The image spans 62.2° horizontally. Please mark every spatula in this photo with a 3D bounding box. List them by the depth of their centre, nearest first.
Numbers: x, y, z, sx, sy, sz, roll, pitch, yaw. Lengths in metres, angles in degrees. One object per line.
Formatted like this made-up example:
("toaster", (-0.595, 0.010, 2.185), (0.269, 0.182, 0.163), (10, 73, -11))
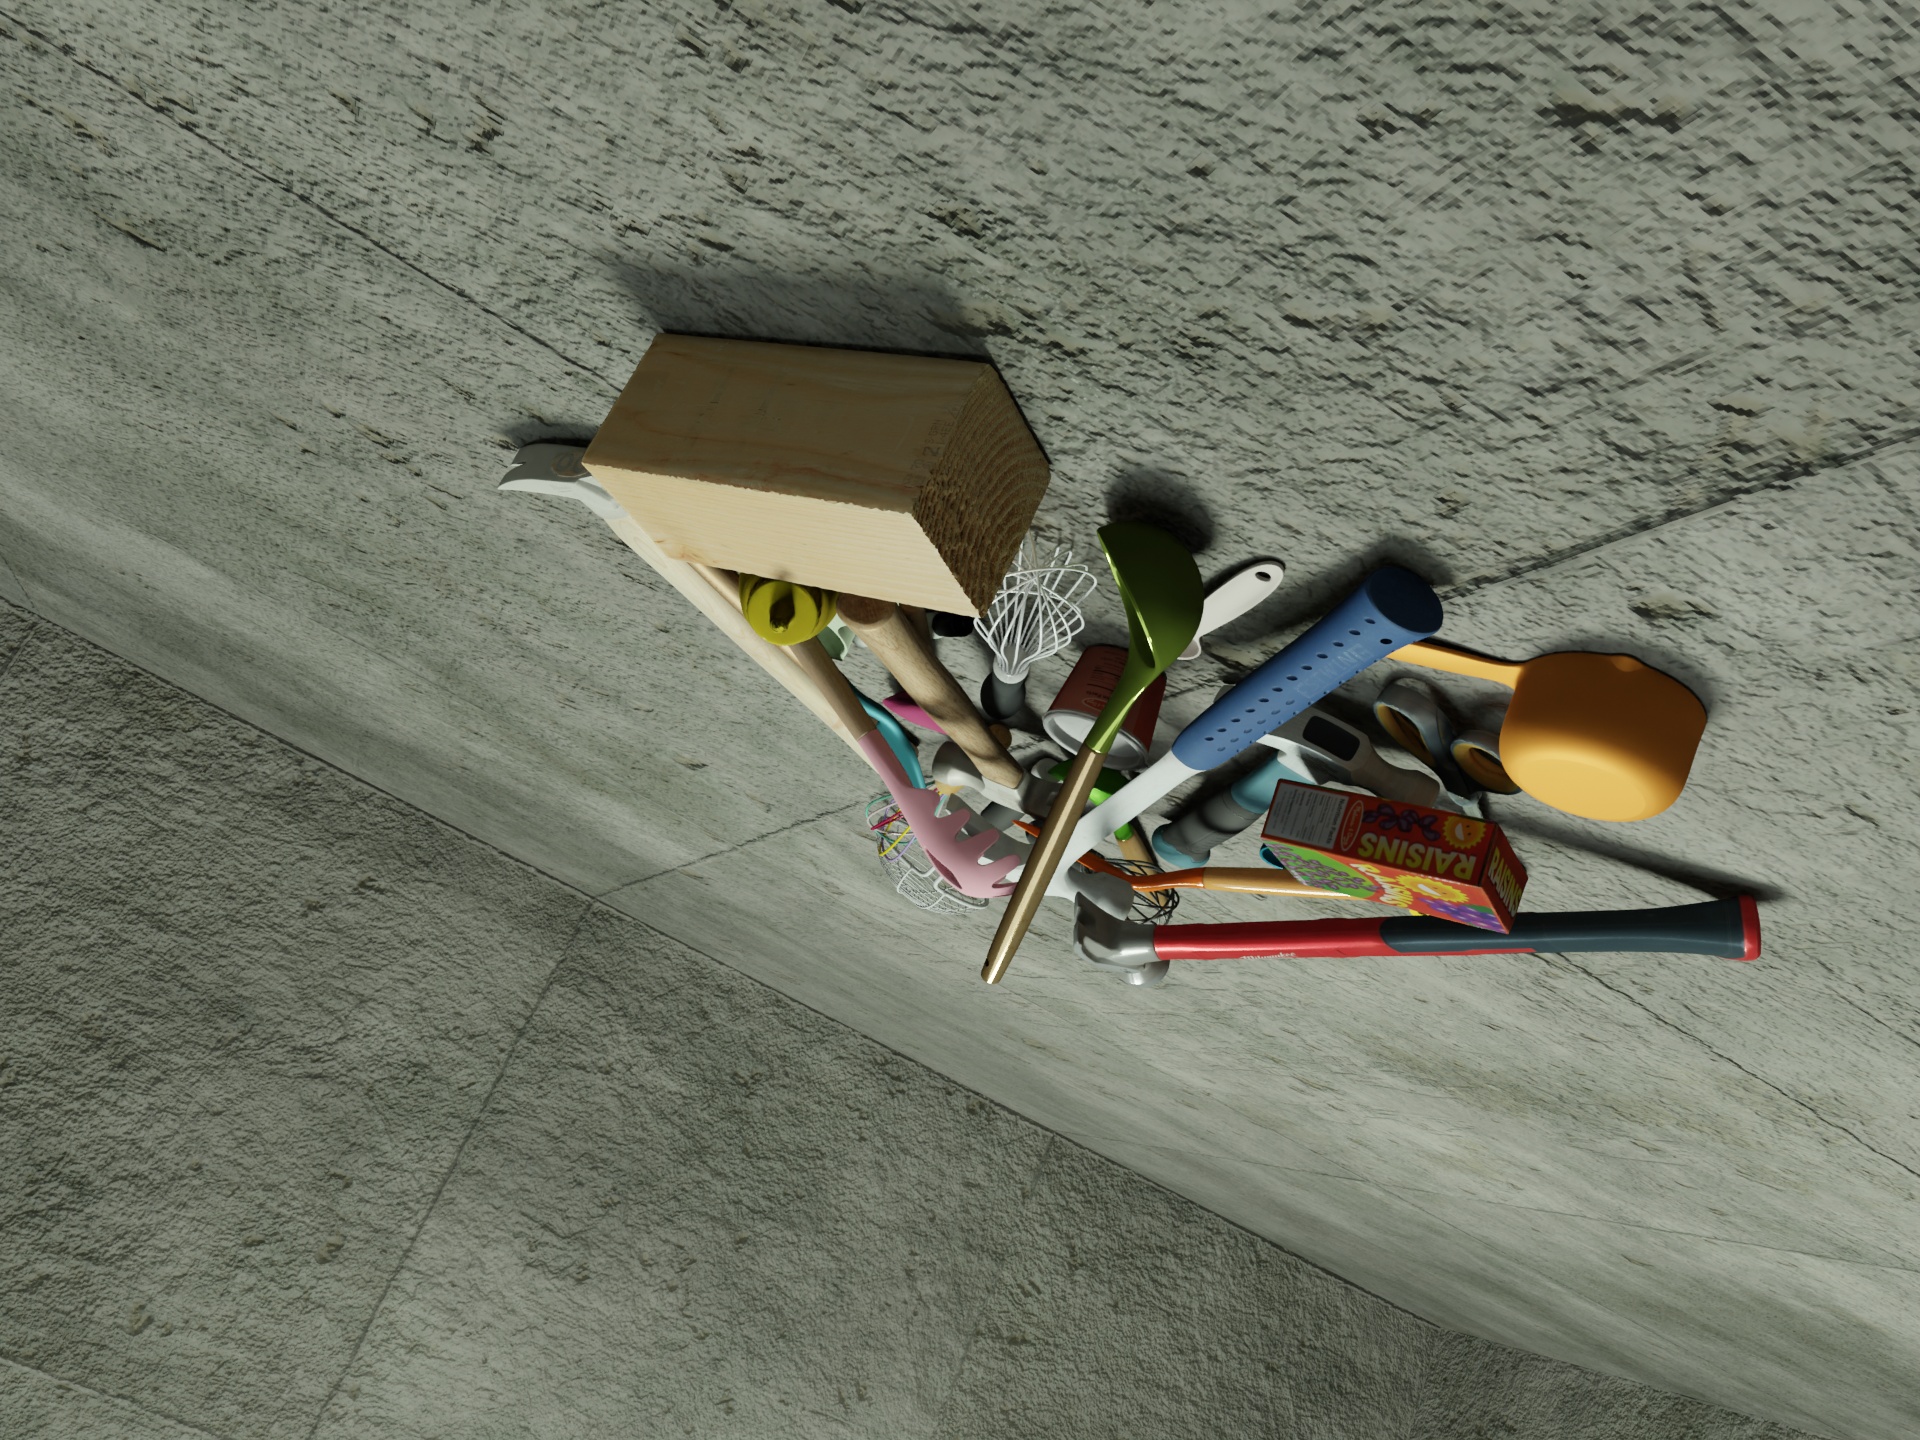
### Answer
("spatula", (-0.101, -0.027, 1.051), (0.317, 0.044, 0.082), (45, 179, -42))
("spatula", (0.186, 0.096, 1.053), (0.323, 0.041, 0.081), (0, 166, 31))

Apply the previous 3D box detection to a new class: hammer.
("hammer", (0.120, 0.022, 0.897), (0.144, 0.035, 0.405), (25, 148, -13))
("hammer", (0.260, 0.125, 0.944), (0.386, 0.038, 0.143), (-5, 159, 21))
("hammer", (-0.002, -0.003, 0.998), (0.130, 0.031, 0.331), (21, 167, 24))
("hammer", (0.185, 0.053, 1.032), (0.128, 0.033, 0.331), (32, 163, 1))
("hammer", (-0.156, -0.064, 1.152), (0.146, 0.038, 0.410), (12, 158, 37))

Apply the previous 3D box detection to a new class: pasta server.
("pasta server", (-0.066, -0.017, 0.970), (0.316, 0.040, 0.060), (55, 166, 8))

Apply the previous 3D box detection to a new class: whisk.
("whisk", (0.034, -0.043, 0.950), (0.070, 0.070, 0.284), (24, 166, 3))
("whisk", (0.101, 0.115, 1.220), (0.055, 0.055, 0.239), (33, 178, -23))
("whisk", (-0.019, 0.052, 1.250), (0.051, 0.047, 0.245), (53, 147, 4))

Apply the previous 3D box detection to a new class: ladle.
("ladle", (0.054, 0.032, 0.867), (0.062, 0.078, 0.320), (6, 127, -20))

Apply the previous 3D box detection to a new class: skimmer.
("skimmer", (0.018, 0.083, 1.340), (0.127, 0.090, 0.363), (38, 150, -3))

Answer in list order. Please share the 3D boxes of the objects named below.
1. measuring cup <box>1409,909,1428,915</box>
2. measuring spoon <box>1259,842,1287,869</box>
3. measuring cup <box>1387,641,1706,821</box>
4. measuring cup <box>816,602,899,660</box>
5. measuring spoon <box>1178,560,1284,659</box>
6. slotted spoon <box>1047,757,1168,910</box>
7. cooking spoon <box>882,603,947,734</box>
("measuring cup", (0.324, 0.119, 1.055), (0.062, 0.029, 0.156), (23, 159, 6))
("measuring spoon", (0.259, 0.082, 1.070), (0.042, 0.021, 0.128), (35, 150, -33))
("measuring cup", (0.266, 0.000, 0.774), (0.174, 0.052, 0.095), (17, 160, 18))
("measuring cup", (-0.076, -0.079, 1.013), (0.083, 0.038, 0.167), (35, 157, -27))
("measuring spoon", (0.135, -0.063, 0.838), (0.034, 0.018, 0.124), (29, 154, -12))
("slotted spoon", (0.130, 0.094, 1.238), (0.070, 0.031, 0.313), (19, 163, 25))
("cooking spoon", (-0.025, -0.031, 1.059), (0.069, 0.017, 0.318), (19, 168, 5))
